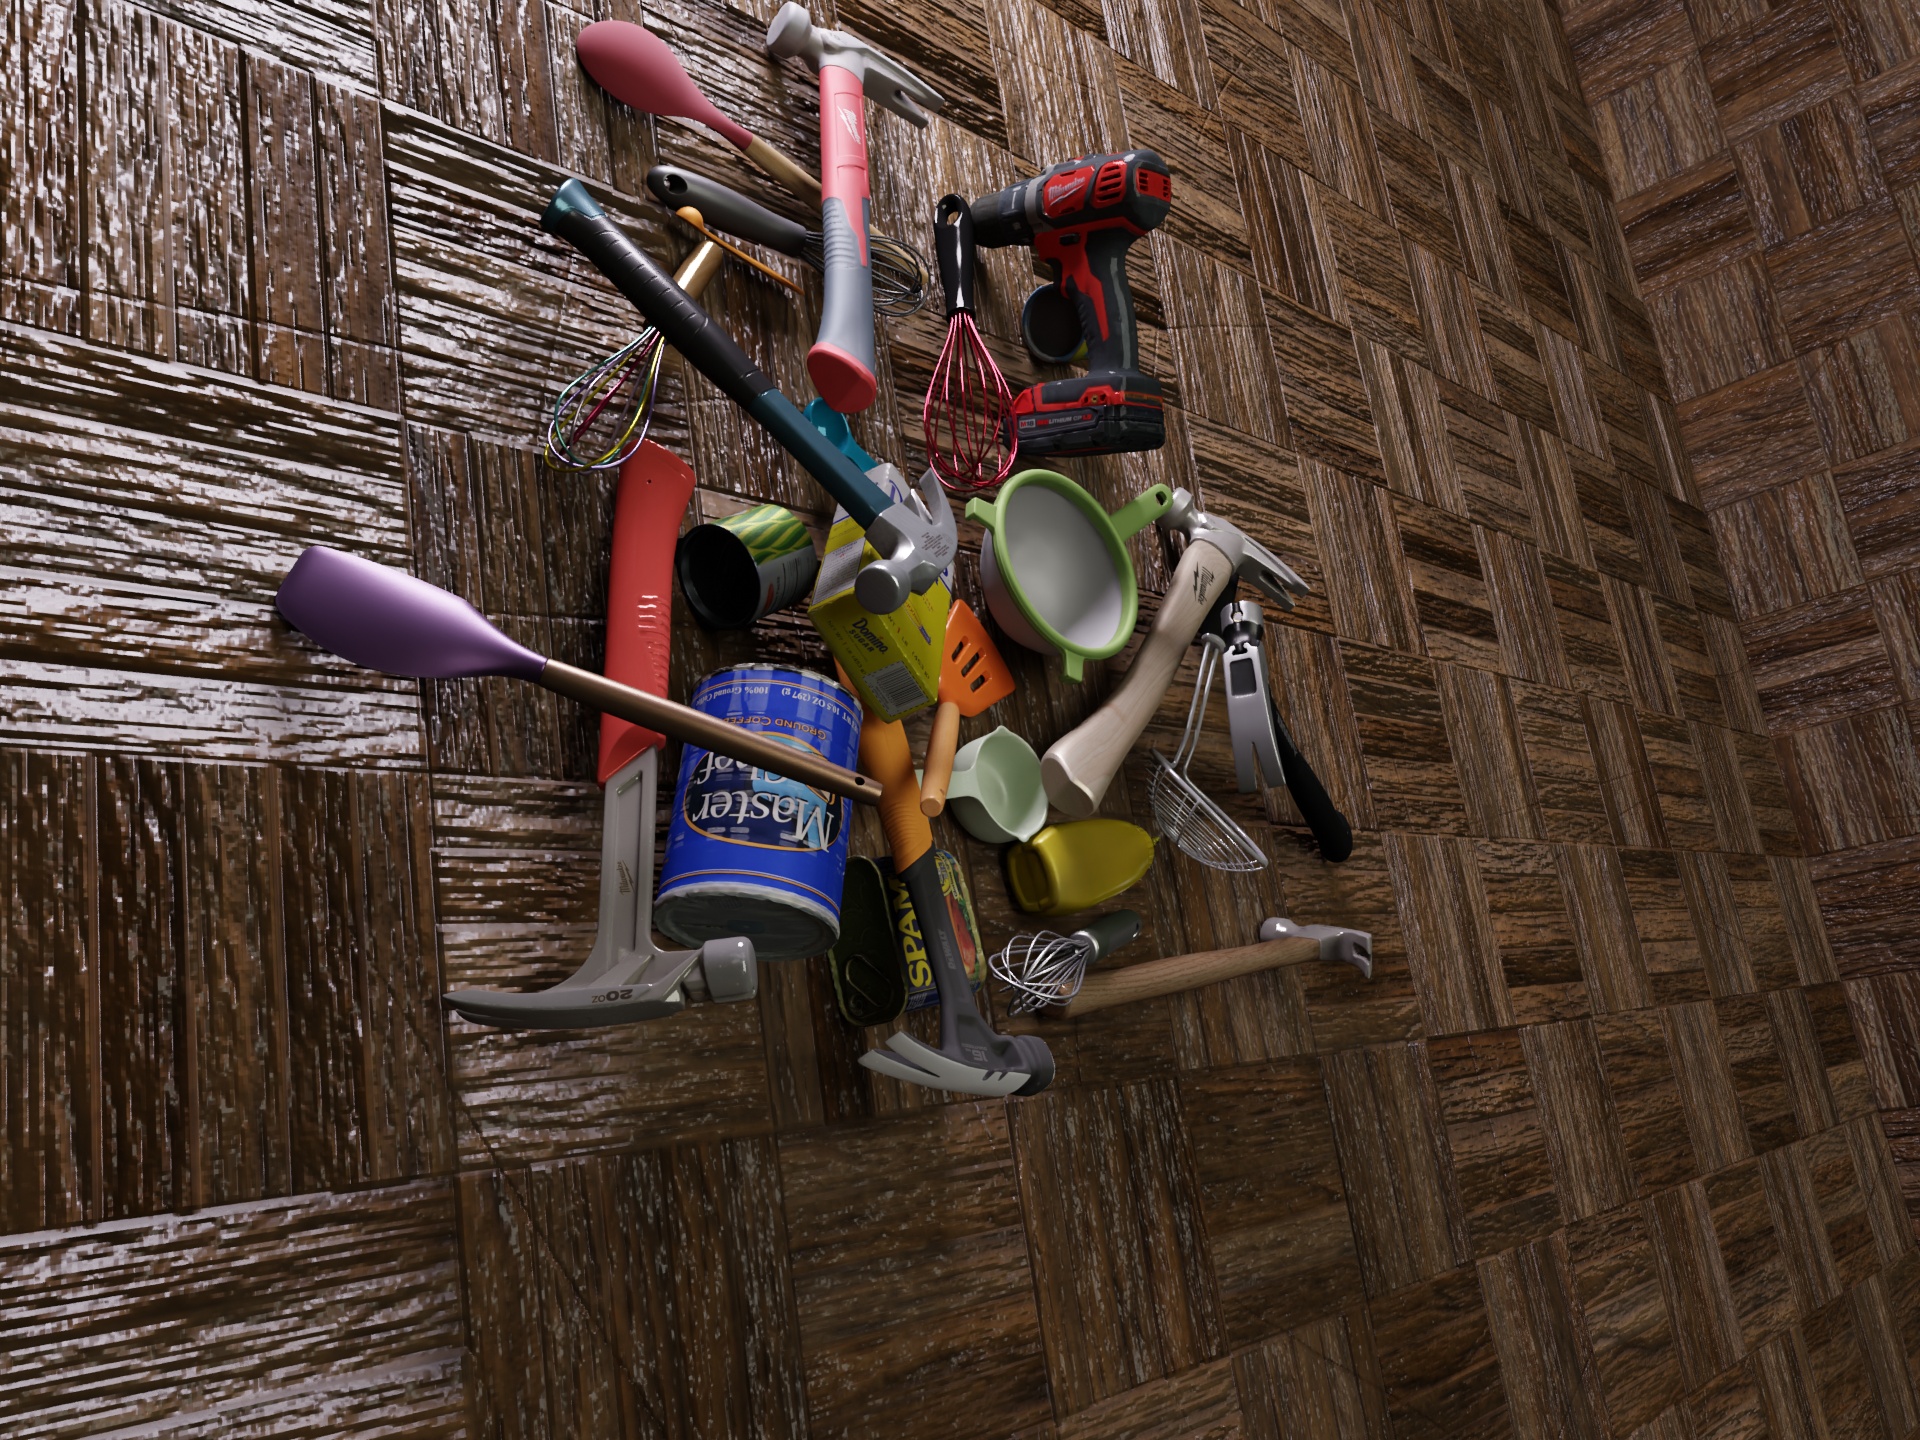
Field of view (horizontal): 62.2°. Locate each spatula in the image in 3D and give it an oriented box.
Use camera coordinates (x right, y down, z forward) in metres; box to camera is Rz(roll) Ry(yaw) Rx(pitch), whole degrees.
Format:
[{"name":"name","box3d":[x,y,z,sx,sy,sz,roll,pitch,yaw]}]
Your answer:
[{"name":"spatula","box3d":[-0.002,-0.003,1.031,0.081,0.041,0.323,58,11,-13]},{"name":"spatula","box3d":[-0.188,-0.014,0.810,0.316,0.018,0.060,20,54,-9]}]

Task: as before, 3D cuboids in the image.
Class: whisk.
[{"name":"whisk","box3d":[-0.198,-0.229,0.982,0.051,0.047,0.245,43,42,-26]},{"name":"whisk","box3d":[0.002,-0.293,1.216,0.073,0.073,0.296,24,51,-40]},{"name":"whisk","box3d":[-0.115,-0.340,1.117,0.238,0.055,0.055,11,65,-41]},{"name":"whisk","box3d":[0.080,0.157,1.080,0.246,0.059,0.058,-6,117,-67]}]

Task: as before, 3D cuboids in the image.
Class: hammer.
[{"name":"hammer","box3d":[-0.129,-0.201,0.950,0.331,0.033,0.128,45,32,2]},{"name":"hammer","box3d":[-0.067,-0.352,1.109,0.143,0.038,0.387,20,47,-30]},{"name":"hammer","box3d":[0.275,0.045,1.309,0.334,0.035,0.146,48,37,-54]},{"name":"hammer","box3d":[-0.038,0.064,0.955,0.127,0.034,0.337,20,41,-42]},{"name":"hammer","box3d":[0.189,0.186,1.192,0.331,0.130,0.031,-3,91,-40]},{"name":"hammer","box3d":[-0.187,-0.007,0.865,0.036,0.149,0.359,84,1,-57]},{"name":"hammer","box3d":[0.165,-0.047,1.249,0.146,0.038,0.411,36,41,0]}]

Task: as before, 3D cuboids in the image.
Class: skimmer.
[{"name":"skimmer","box3d":[0.225,-0.029,1.325,0.127,0.090,0.364,41,47,-26]}]

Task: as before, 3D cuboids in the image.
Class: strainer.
[{"name":"strainer","box3d":[0.087,-0.128,1.230,0.256,0.069,0.151,-38,99,-49]}]

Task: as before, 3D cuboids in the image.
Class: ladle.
[{"name":"ladle","box3d":[-0.134,-0.396,1.136,0.315,0.031,0.069,27,55,-41]}]

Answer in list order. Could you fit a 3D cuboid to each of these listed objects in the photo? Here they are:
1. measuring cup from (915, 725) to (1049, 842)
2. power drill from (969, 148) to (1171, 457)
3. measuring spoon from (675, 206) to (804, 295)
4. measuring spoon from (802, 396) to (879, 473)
[{"name":"measuring cup","box3d":[-0.008,0.048,1.074,0.167,0.038,0.083,1,73,-46]},{"name":"power drill","box3d":[0.079,-0.324,1.256,0.080,0.188,0.226,-6,97,-48]},{"name":"measuring spoon","box3d":[-0.147,-0.320,1.084,0.116,0.021,0.011,22,99,-47]},{"name":"measuring spoon","box3d":[-0.073,-0.175,1.119,0.128,0.021,0.042,45,44,-39]}]
